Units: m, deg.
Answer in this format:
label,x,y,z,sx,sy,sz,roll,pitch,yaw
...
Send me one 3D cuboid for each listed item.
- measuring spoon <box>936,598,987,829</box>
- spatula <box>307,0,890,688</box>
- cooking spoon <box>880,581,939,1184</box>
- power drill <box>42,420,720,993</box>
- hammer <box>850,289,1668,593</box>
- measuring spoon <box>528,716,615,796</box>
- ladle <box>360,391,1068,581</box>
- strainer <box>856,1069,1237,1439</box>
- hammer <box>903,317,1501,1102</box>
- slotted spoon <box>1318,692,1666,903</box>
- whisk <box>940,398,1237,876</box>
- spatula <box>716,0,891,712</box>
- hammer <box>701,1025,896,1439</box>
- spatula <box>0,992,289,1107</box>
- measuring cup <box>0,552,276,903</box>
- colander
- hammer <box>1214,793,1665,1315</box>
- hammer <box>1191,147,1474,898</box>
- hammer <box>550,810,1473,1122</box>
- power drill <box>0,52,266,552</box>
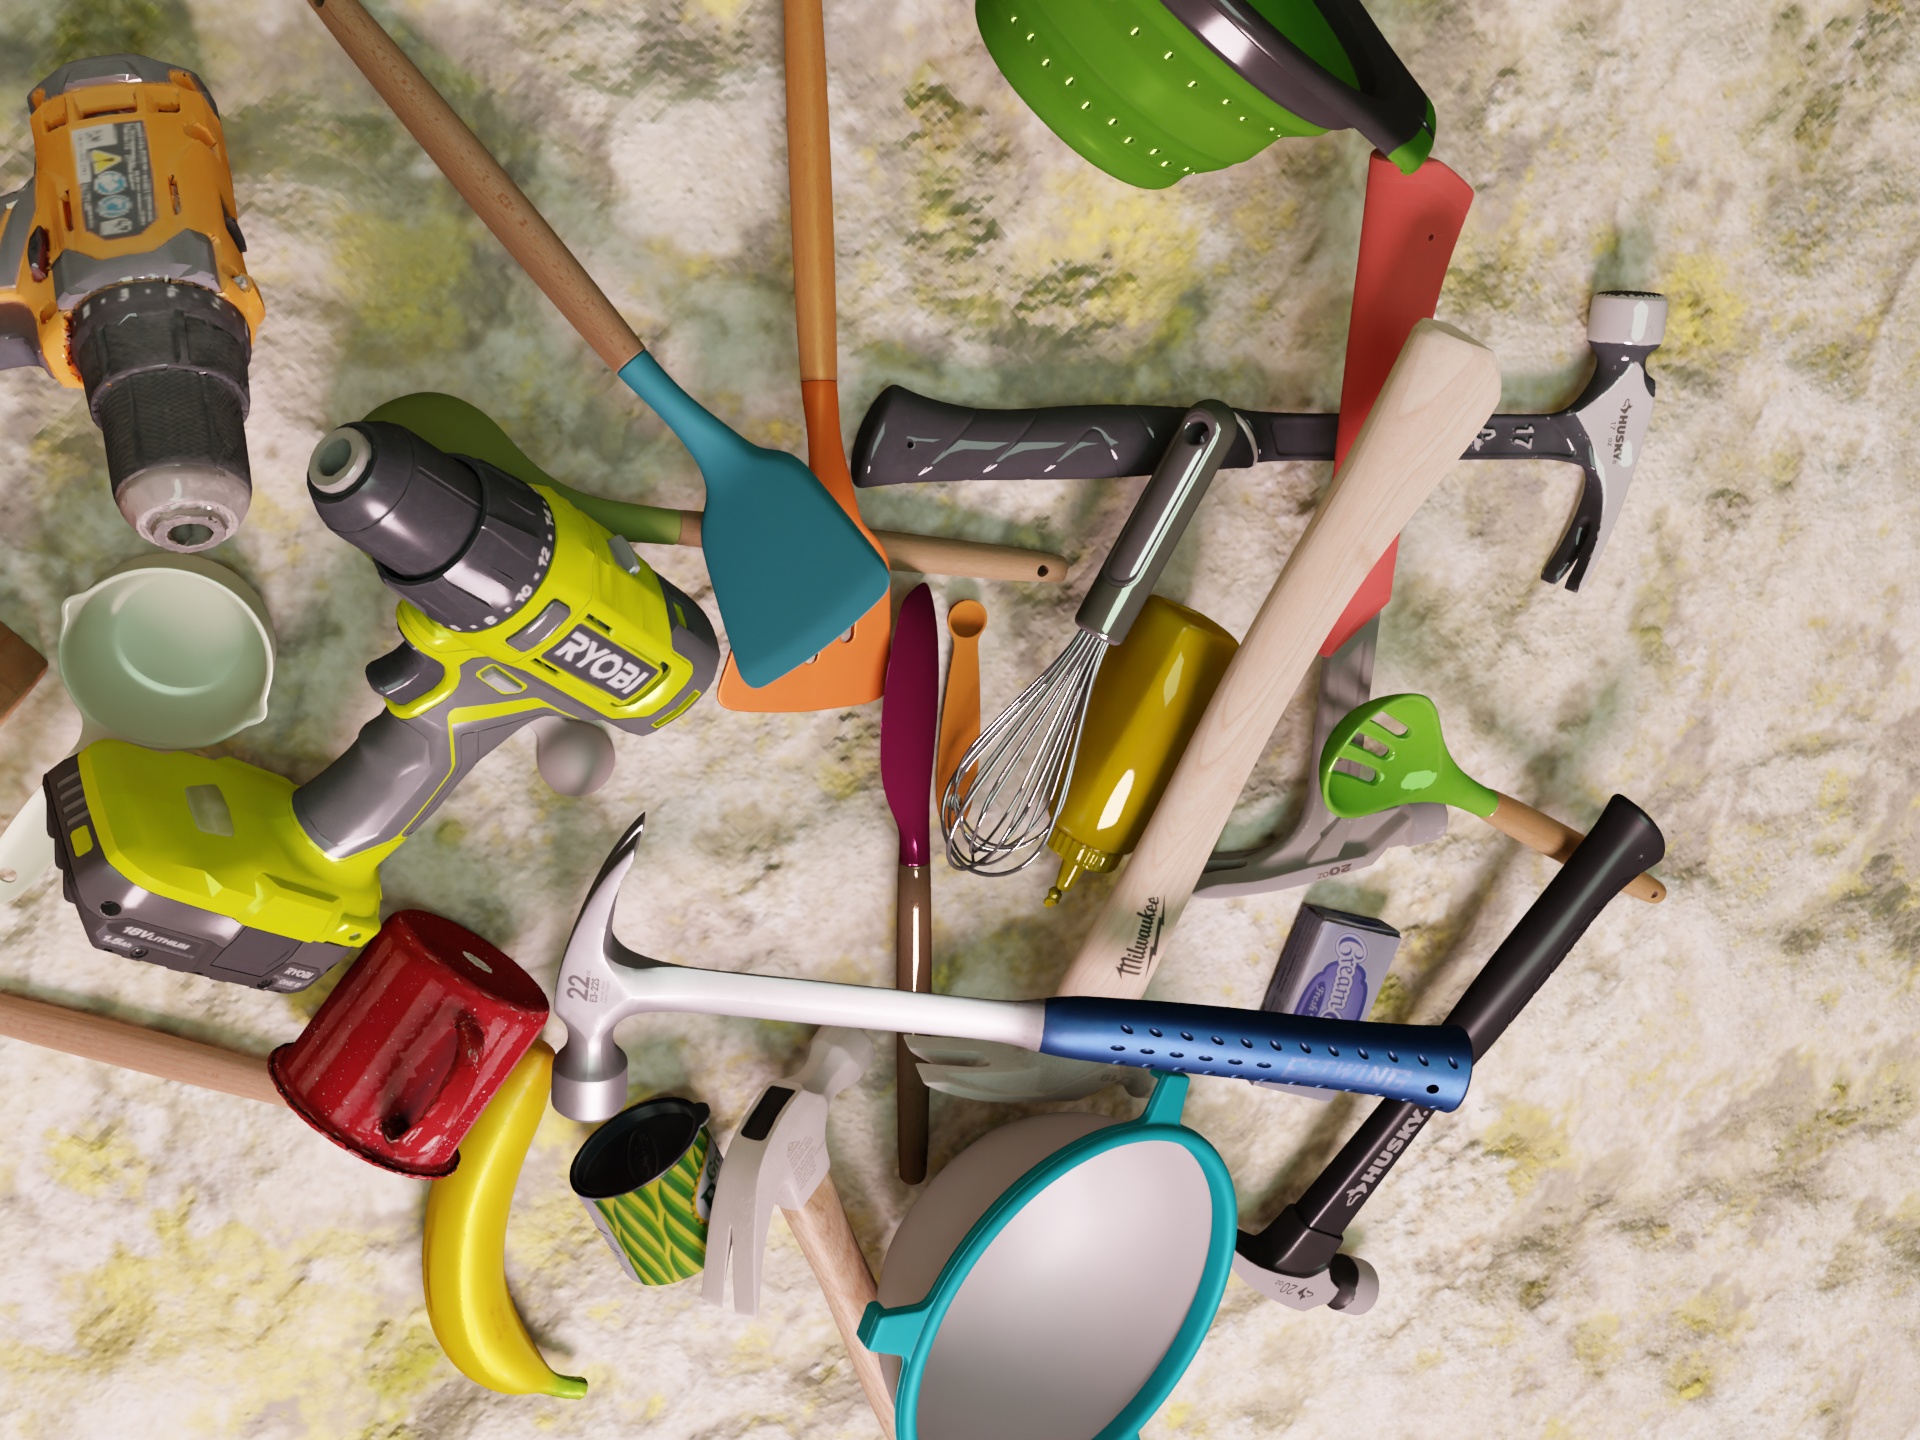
label,x,y,z,sx,sy,sz,roll,pitch,yaw
measuring spoon,-0.001,-0.002,0.758,0.021,0.011,0.117,-3,111,-19
spatula,-0.147,-0.157,0.612,0.082,0.044,0.317,-34,102,28
cooking spoon,-0.022,0.089,0.760,0.017,0.069,0.318,8,113,15
power drill,-0.224,-0.004,0.596,0.228,0.080,0.190,-38,150,8
hammer,0.149,-0.129,0.753,0.409,0.036,0.149,-4,109,-16
measuring spoon,-0.193,-0.015,0.686,0.034,0.018,0.124,-36,113,-4
ladle,-0.100,-0.084,0.689,0.320,0.062,0.078,3,111,-26
strainer,0.047,0.325,0.825,0.211,0.095,0.340,-34,128,-24
hammer,0.109,0.015,0.707,0.146,0.038,0.410,8,120,-30
slotted spoon,0.284,0.052,0.822,0.313,0.031,0.070,23,106,-36
whisk,0.058,-0.034,0.725,0.059,0.058,0.246,8,114,-58
spatula,-0.064,-0.163,0.655,0.081,0.041,0.322,-4,95,-29
hammer,-0.045,0.317,0.806,0.130,0.031,0.331,-49,130,-44
spatula,-0.389,0.129,0.669,0.315,0.018,0.059,21,102,-21
measuring cup,-0.341,0.004,0.638,0.083,0.038,0.167,36,100,-26
colander,0.015,-0.335,0.612,0.397,0.205,0.094,44,125,-9
hammer,0.257,0.179,0.850,0.146,0.035,0.334,26,105,-31
hammer,0.177,-0.076,0.737,0.149,0.037,0.358,-11,123,-15
hammer,0.026,0.129,0.704,0.405,0.035,0.144,7,113,-5
power drill,-0.351,-0.123,0.528,0.226,0.084,0.185,-14,70,-13
